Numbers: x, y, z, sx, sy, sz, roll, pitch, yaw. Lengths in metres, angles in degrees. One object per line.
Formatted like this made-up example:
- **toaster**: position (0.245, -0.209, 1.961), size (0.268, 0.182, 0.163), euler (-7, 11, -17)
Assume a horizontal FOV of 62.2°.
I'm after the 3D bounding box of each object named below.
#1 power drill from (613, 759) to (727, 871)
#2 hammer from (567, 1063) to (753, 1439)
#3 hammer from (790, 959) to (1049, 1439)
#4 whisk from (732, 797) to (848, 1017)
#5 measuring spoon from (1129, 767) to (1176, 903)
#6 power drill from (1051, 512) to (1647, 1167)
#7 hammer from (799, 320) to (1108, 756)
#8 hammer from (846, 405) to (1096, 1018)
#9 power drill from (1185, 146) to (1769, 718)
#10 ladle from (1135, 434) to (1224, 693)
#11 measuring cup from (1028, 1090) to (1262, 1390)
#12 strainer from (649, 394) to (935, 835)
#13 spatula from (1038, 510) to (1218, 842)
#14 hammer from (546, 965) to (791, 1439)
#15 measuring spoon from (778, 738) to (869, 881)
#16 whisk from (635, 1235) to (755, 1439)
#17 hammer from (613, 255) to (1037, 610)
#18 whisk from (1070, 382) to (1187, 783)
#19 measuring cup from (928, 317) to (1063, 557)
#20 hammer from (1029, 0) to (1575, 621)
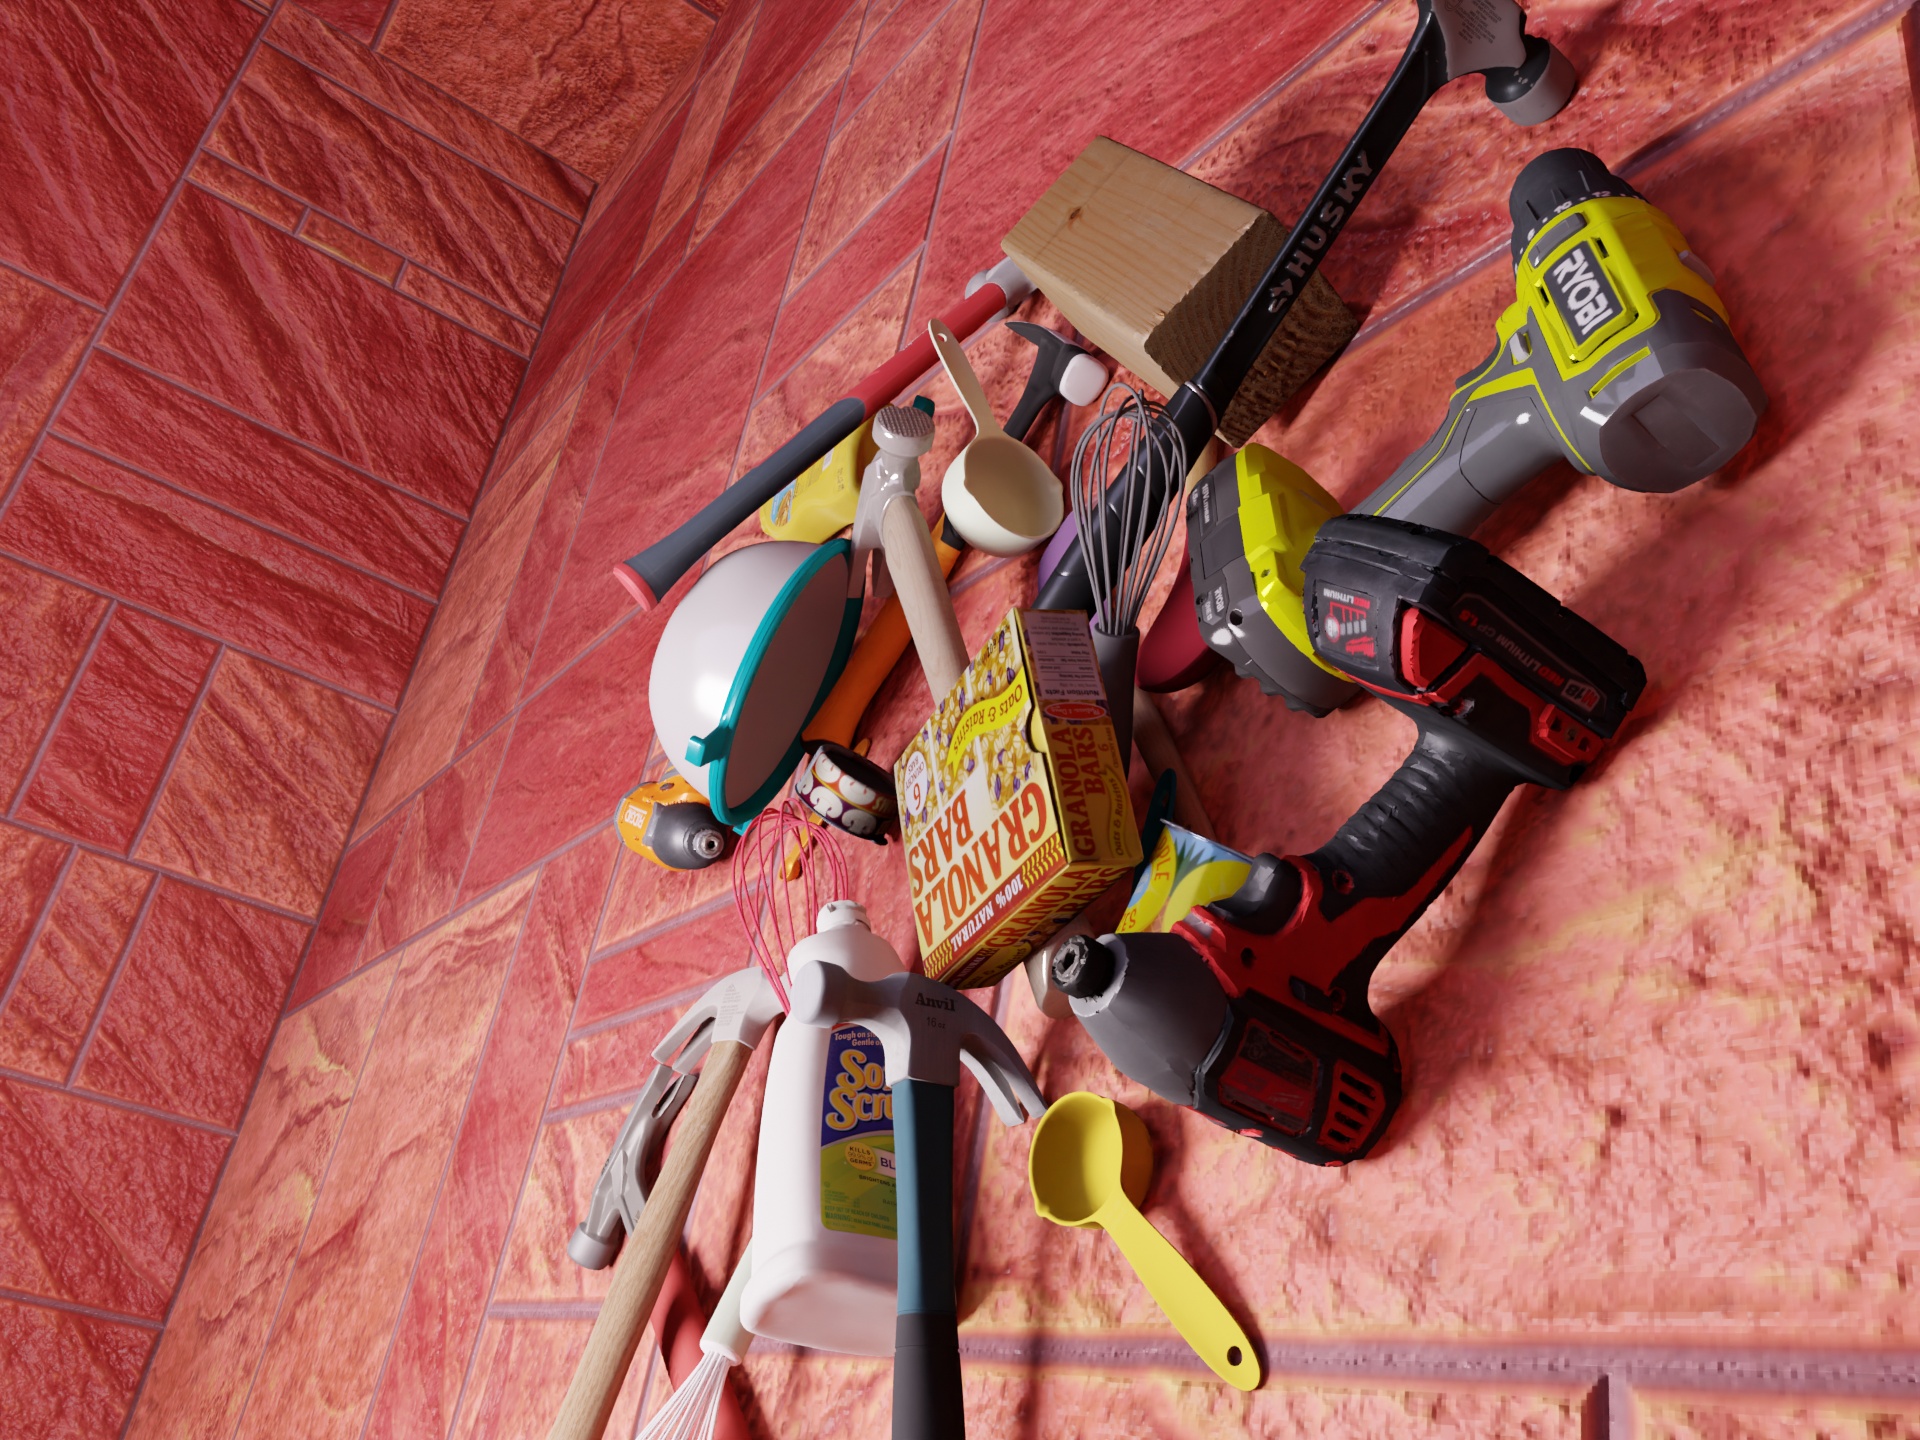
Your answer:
- **power drill**: position (-0.197, 0.010, 1.263), size (0.164, 0.084, 0.226), euler (11, 81, 62)
- **hammer**: position (-0.168, 0.350, 0.961), size (0.149, 0.036, 0.359), euler (-63, 26, 3)
- **hammer**: position (-0.016, 0.272, 0.688), size (0.033, 0.128, 0.331), euler (-35, 48, 46)
- **whisk**: position (-0.091, 0.171, 0.932), size (0.073, 0.073, 0.296), euler (-43, 45, 36)
- **measuring spoon**: position (0.091, 0.085, 0.731), size (0.042, 0.021, 0.129), euler (-21, 53, 64)
- **power drill**: position (0.132, 0.044, 0.571), size (0.219, 0.143, 0.079), euler (-60, 24, 2)
- **hammer**: position (-0.018, -0.118, 1.098), size (0.337, 0.034, 0.127), euler (-58, 28, 13)
- **hammer**: position (-0.001, -0.003, 0.903), size (0.146, 0.038, 0.411), euler (105, 155, -43)
- **power drill**: position (0.202, -0.124, 0.665), size (0.228, 0.080, 0.191), euler (-41, 31, 34)
- **ladle**: position (0.129, -0.139, 0.863), size (0.069, 0.031, 0.316), euler (-30, 40, 41)
- **measuring cup**: position (0.081, 0.214, 0.654), size (0.062, 0.029, 0.157), euler (-59, 39, 11)
- **strainer**: position (-0.125, -0.097, 1.109), size (0.211, 0.095, 0.340), euler (83, -149, -71)
- **spatula**: position (0.084, -0.025, 0.853), size (0.059, 0.018, 0.316), euler (-57, 26, 23)
- **hammer**: position (-0.180, 0.299, 0.953), size (0.130, 0.031, 0.331), euler (-17, 43, 44)
- **measuring spoon**: position (-0.092, 0.064, 1.106), size (0.117, 0.011, 0.021), euler (-58, 27, 4)
- **whisk**: position (-0.129, 0.340, 0.836), size (0.057, 0.059, 0.246), euler (88, -157, -48)
- **hammer**: position (-0.075, -0.209, 1.079), size (0.386, 0.038, 0.143), euler (-43, 12, -19)
- **whisk**: position (0.072, -0.043, 0.761), size (0.055, 0.055, 0.238), euler (-121, 31, -59)
- **measuring cup**: position (0.007, -0.177, 1.007), size (0.038, 0.083, 0.168), euler (-41, 66, 45)
- **hammer**: position (0.123, -0.169, 0.764), size (0.409, 0.149, 0.036), euler (-57, 37, 16)
